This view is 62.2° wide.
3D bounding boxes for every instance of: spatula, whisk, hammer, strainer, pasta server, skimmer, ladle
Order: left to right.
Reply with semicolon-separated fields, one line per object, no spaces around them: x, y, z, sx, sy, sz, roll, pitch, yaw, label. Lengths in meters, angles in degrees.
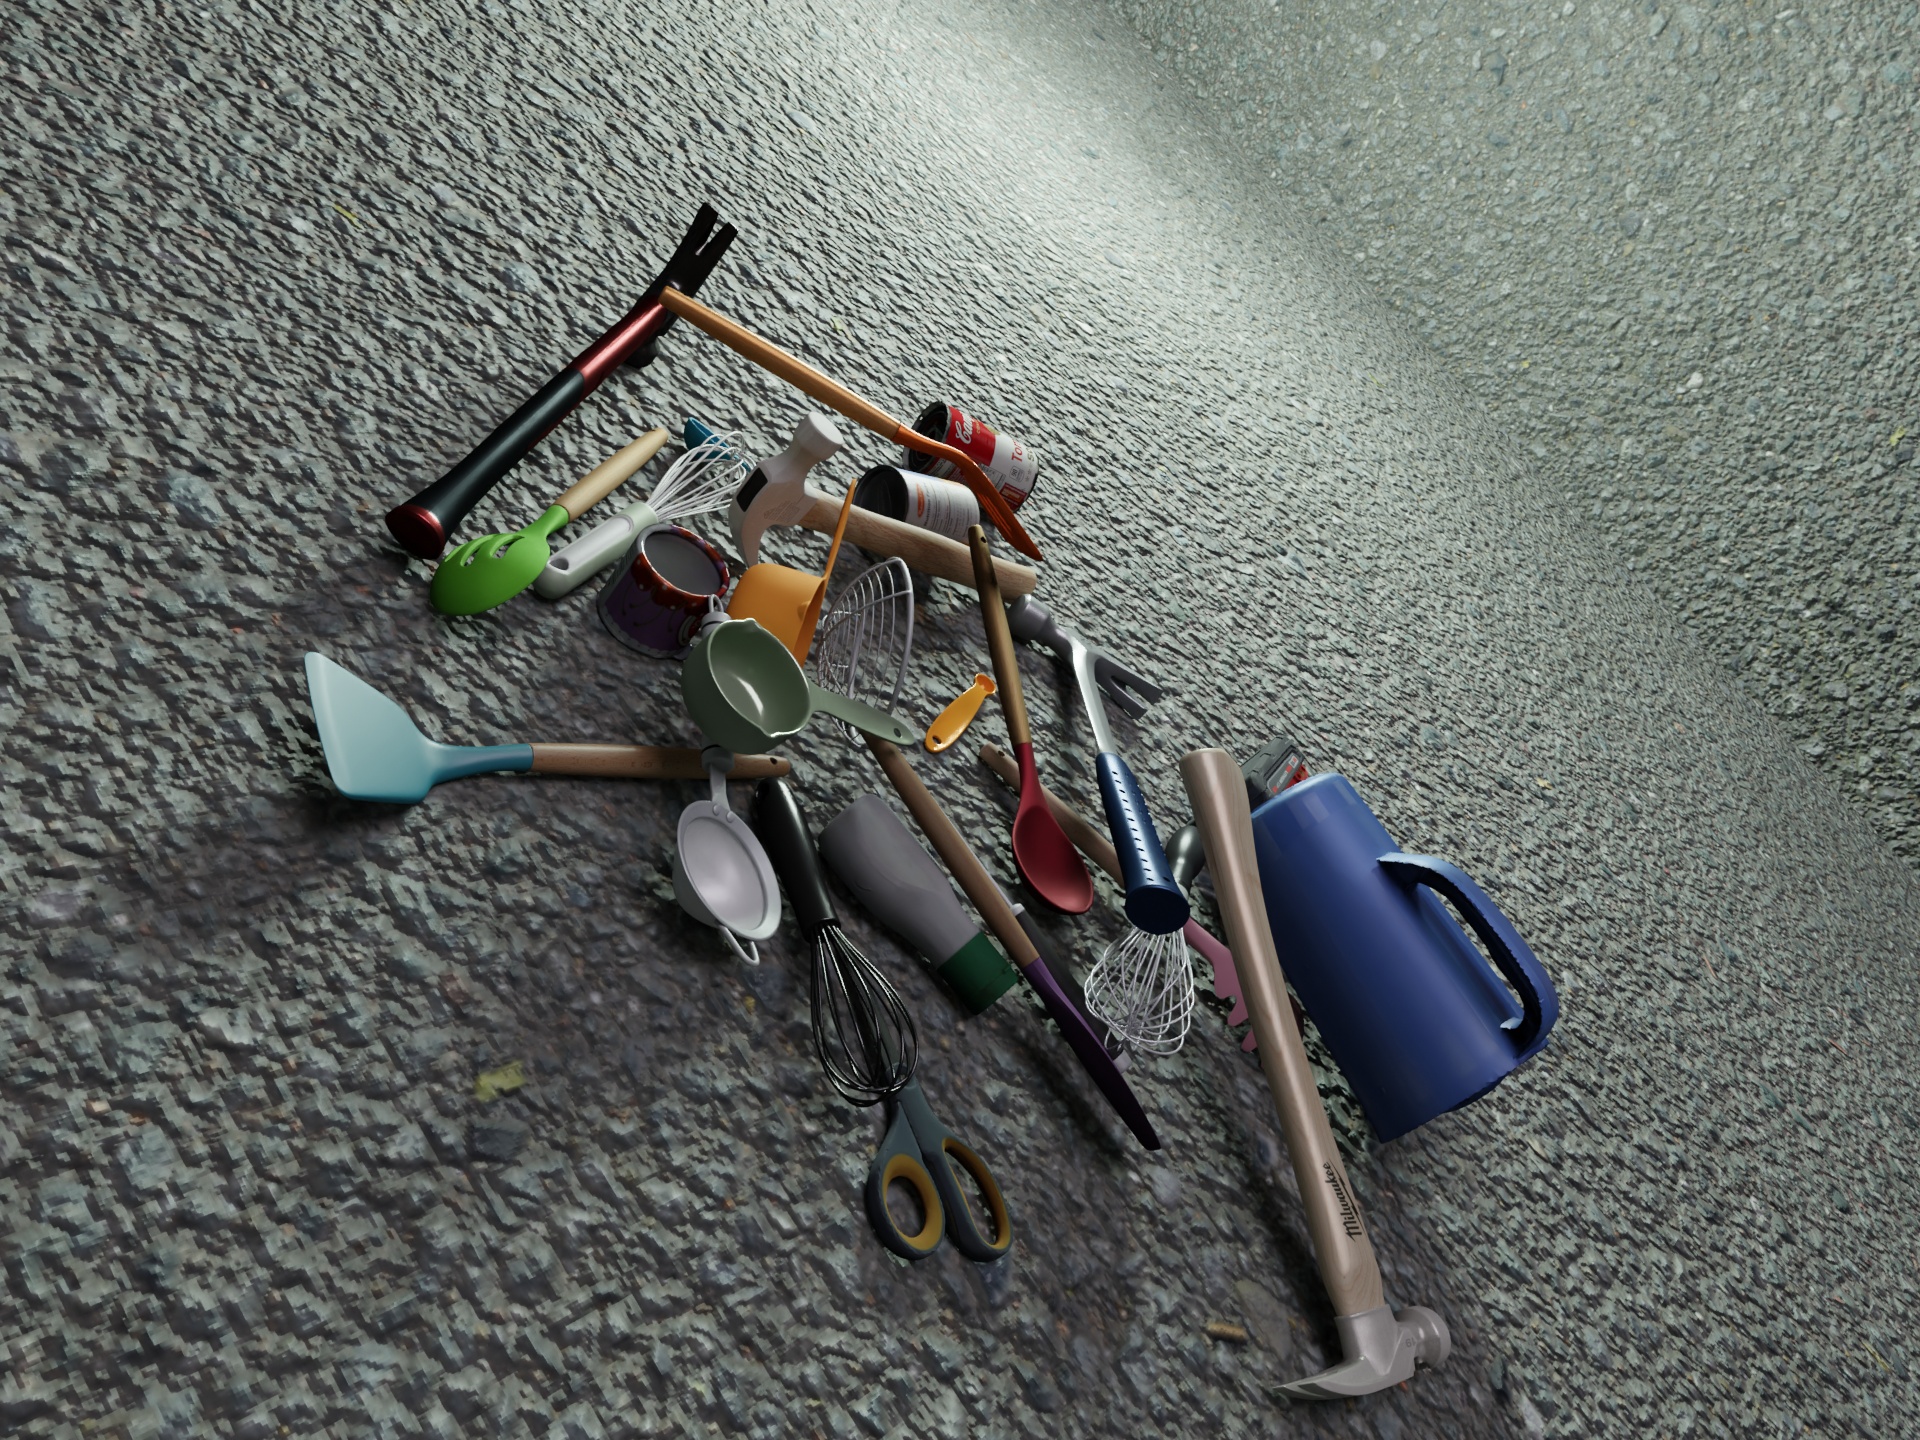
-0.257;-0.224;1.051;0.038;0.143;0.387;39;37;-12;hammer
-0.214;0.017;0.888;0.317;0.044;0.082;4;55;-46;spatula
-0.209;-0.139;1.073;0.058;0.059;0.246;28;36;9;whisk
-0.141;0.031;0.920;0.086;0.050;0.259;38;37;-46;strainer
-0.078;0.117;0.906;0.055;0.055;0.239;14;35;-37;whisk
-0.071;-0.209;1.124;0.322;0.041;0.081;28;5;-19;spatula
-0.046;-0.132;1.197;0.331;0.130;0.031;14;39;-54;hammer
0.018;0.062;1.038;0.090;0.127;0.363;-32;83;-31;skimmer
0.028;0.127;0.972;0.018;0.059;0.316;-32;79;-16;spatula
0.039;-0.005;1.141;0.069;0.031;0.316;12;57;-42;ladle
0.113;0.029;1.152;0.144;0.035;0.406;32;20;-18;hammer
0.130;0.129;1.145;0.316;0.040;0.060;42;32;6;pasta server
0.136;0.136;1.057;0.070;0.070;0.285;41;26;-2;whisk
0.201;0.212;1.016;0.146;0.038;0.411;6;62;-43;hammer

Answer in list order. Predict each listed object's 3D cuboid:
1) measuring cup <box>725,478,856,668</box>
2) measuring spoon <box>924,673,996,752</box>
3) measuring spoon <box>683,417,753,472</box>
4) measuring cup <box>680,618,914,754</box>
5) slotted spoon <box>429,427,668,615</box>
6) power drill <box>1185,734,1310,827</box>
-0.114;-0.094;1.045;0.052;0.095;0.174;16;65;-1;measuring cup
-0.002;-0.004;1.173;0.021;0.011;0.117;42;36;-1;measuring spoon
-0.161;-0.180;1.203;0.128;0.021;0.042;40;9;-21;measuring spoon
-0.096;-0.004;0.944;0.167;0.038;0.083;22;44;-44;measuring cup
-0.253;-0.142;1.034;0.314;0.070;0.031;-65;150;-61;slotted spoon
0.285;0.138;1.256;0.227;0.080;0.188;47;33;2;power drill
